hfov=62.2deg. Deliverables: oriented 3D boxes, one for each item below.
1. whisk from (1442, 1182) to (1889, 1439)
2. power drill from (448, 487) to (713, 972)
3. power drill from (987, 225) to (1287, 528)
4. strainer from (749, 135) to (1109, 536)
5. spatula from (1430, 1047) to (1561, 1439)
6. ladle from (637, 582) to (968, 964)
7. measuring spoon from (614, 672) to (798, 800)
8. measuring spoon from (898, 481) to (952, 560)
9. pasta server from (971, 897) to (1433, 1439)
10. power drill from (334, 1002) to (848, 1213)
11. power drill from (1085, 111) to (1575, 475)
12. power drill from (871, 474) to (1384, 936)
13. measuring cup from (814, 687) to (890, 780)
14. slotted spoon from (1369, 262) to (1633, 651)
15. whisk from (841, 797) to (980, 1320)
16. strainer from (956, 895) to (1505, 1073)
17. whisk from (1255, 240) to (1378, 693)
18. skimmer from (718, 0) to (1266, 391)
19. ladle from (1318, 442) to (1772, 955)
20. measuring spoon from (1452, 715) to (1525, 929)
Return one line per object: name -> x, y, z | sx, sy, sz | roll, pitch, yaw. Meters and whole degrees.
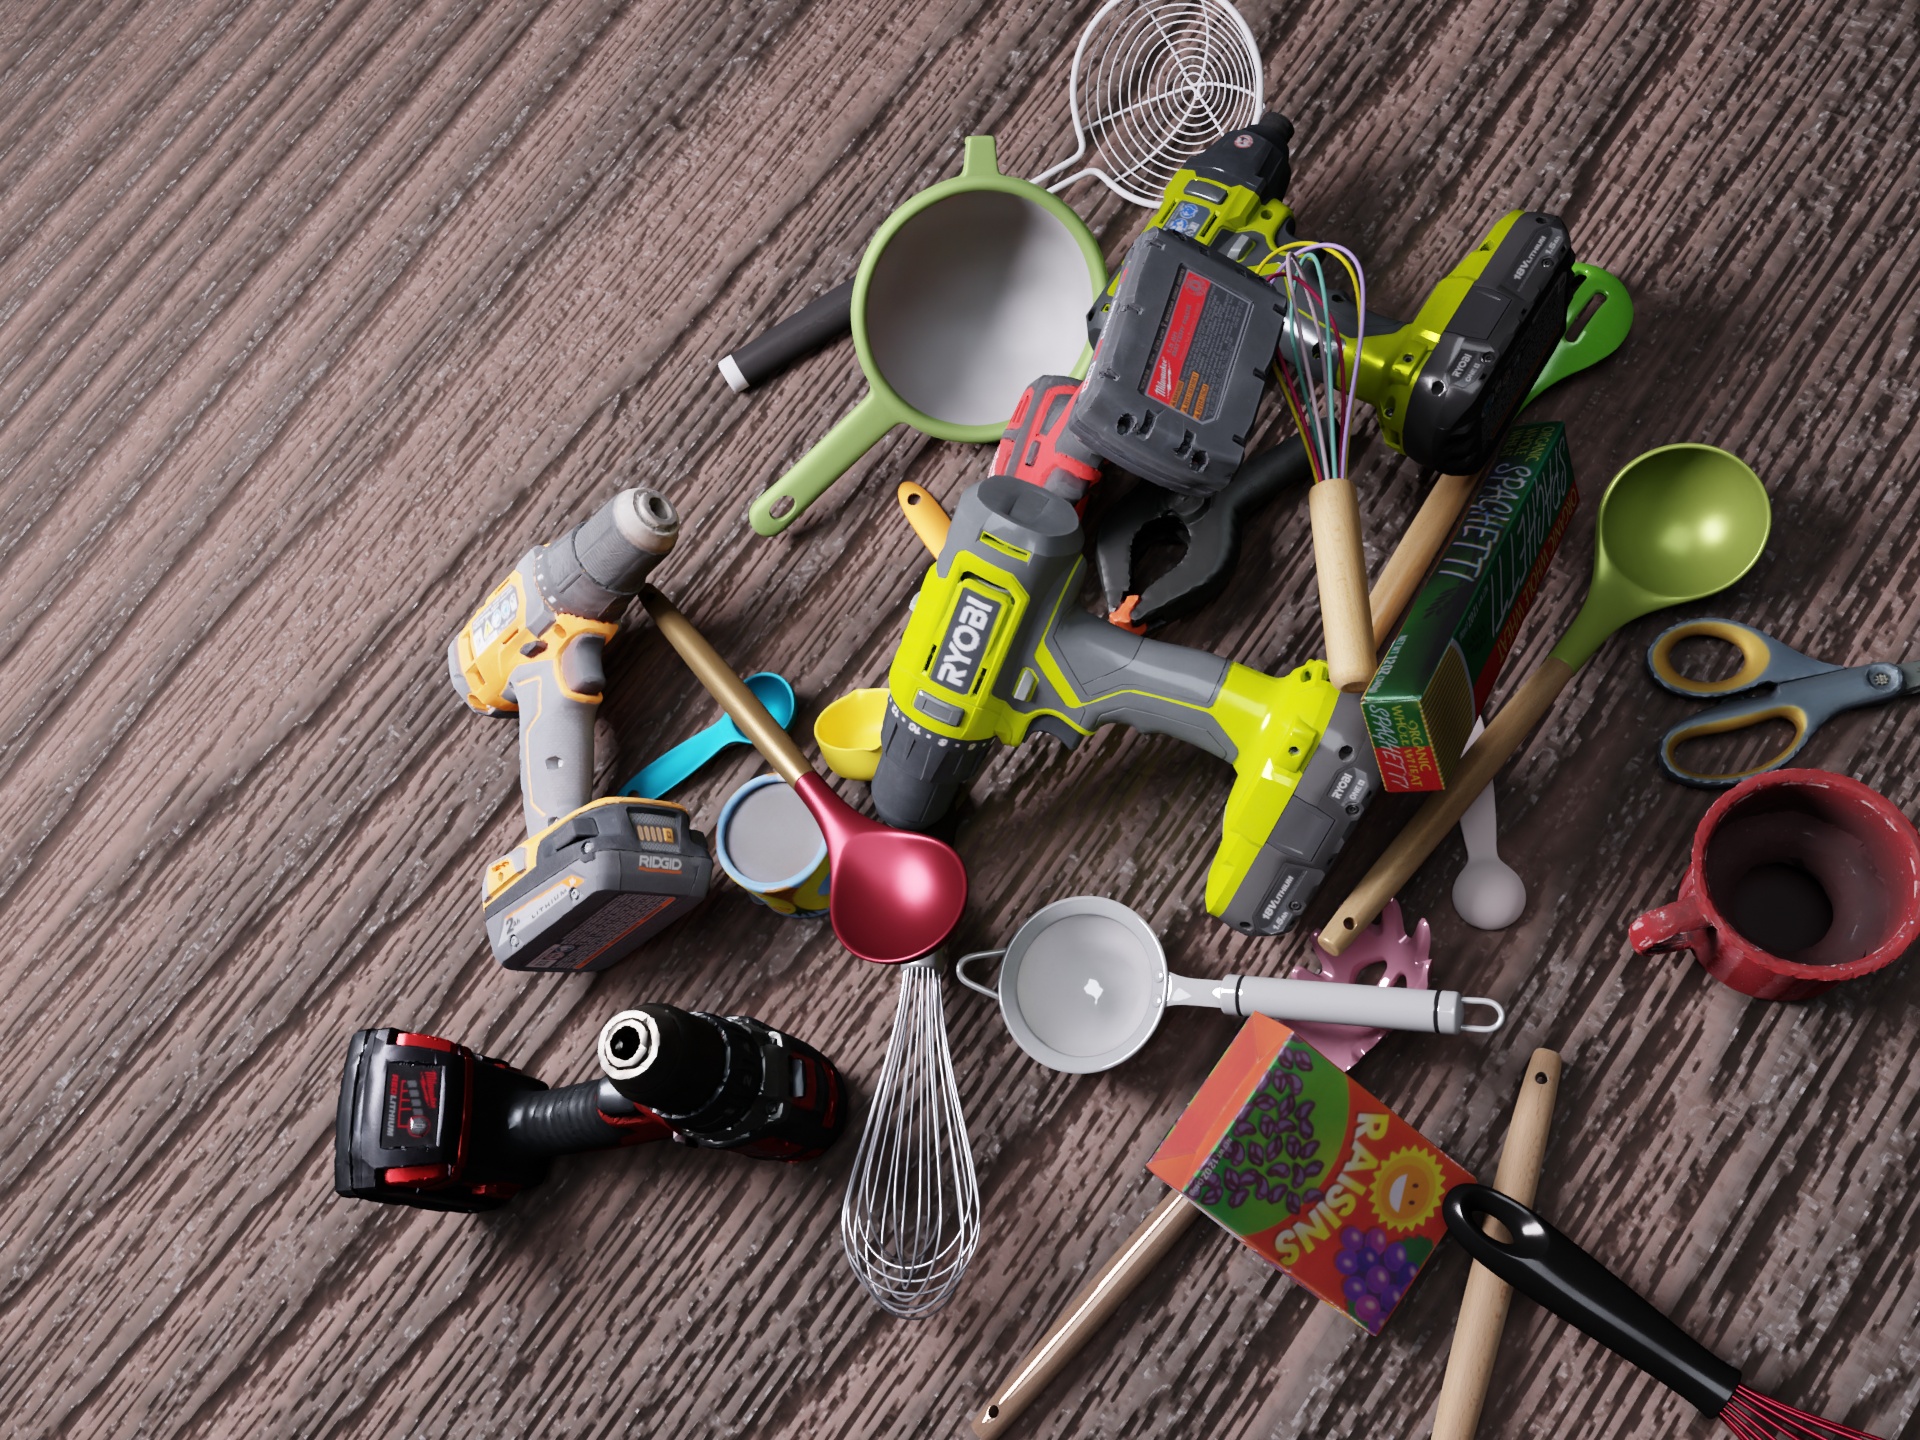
whisk -> 0.325, 0.285, 0.639 | 0.296, 0.073, 0.073 | 35, 81, 22
power drill -> -0.199, 0.000, 0.859 | 0.185, 0.084, 0.226 | -36, 59, 34
power drill -> 0.068, -0.138, 0.809 | 0.078, 0.219, 0.143 | 24, 70, -13
strainer -> -0.031, -0.207, 0.933 | 0.256, 0.151, 0.069 | -42, 28, 11
spatula -> 0.218, 0.292, 0.684 | 0.082, 0.044, 0.318 | 13, 72, 23
ladle -> -0.094, 0.017, 0.823 | 0.069, 0.031, 0.316 | -37, 53, -9
measuring spoon -> -0.144, 0.019, 0.908 | 0.128, 0.021, 0.042 | -33, 65, 10
measuring spoon -> -0.006, -0.098, 0.916 | 0.021, 0.011, 0.117 | -34, 64, 0
pasta server -> 0.112, 0.213, 0.747 | 0.316, 0.040, 0.060 | -47, 47, -5
power drill -> -0.185, 0.180, 0.761 | 0.227, 0.187, 0.080 | -10, 66, 15
power drill -> 0.201, -0.235, 0.852 | 0.223, 0.080, 0.171 | 29, 79, 27
power drill -> 0.072, 0.010, 0.767 | 0.228, 0.190, 0.080 | 25, 32, 5
measuring cup -> -0.001, -0.003, 0.870 | 0.156, 0.029, 0.062 | -14, 34, -5
slotted spoon -> 0.266, -0.125, 0.847 | 0.070, 0.031, 0.314 | 28, 80, 26
whisk -> -0.019, 0.151, 0.801 | 0.070, 0.070, 0.285 | -5, 62, 13
strainer -> 0.122, 0.131, 0.750 | 0.258, 0.050, 0.087 | 0, 71, 28
whisk -> 0.168, -0.125, 0.744 | 0.047, 0.051, 0.245 | 7, 65, -17
skimmer -> 0.009, -0.303, 0.951 | 0.363, 0.090, 0.127 | -30, 93, 4
ladle -> 0.275, -0.011, 0.759 | 0.078, 0.062, 0.320 | 40, 75, 13
measuring spoon -> 0.255, 0.041, 0.787 | 0.034, 0.018, 0.124 | -6, 67, 13
